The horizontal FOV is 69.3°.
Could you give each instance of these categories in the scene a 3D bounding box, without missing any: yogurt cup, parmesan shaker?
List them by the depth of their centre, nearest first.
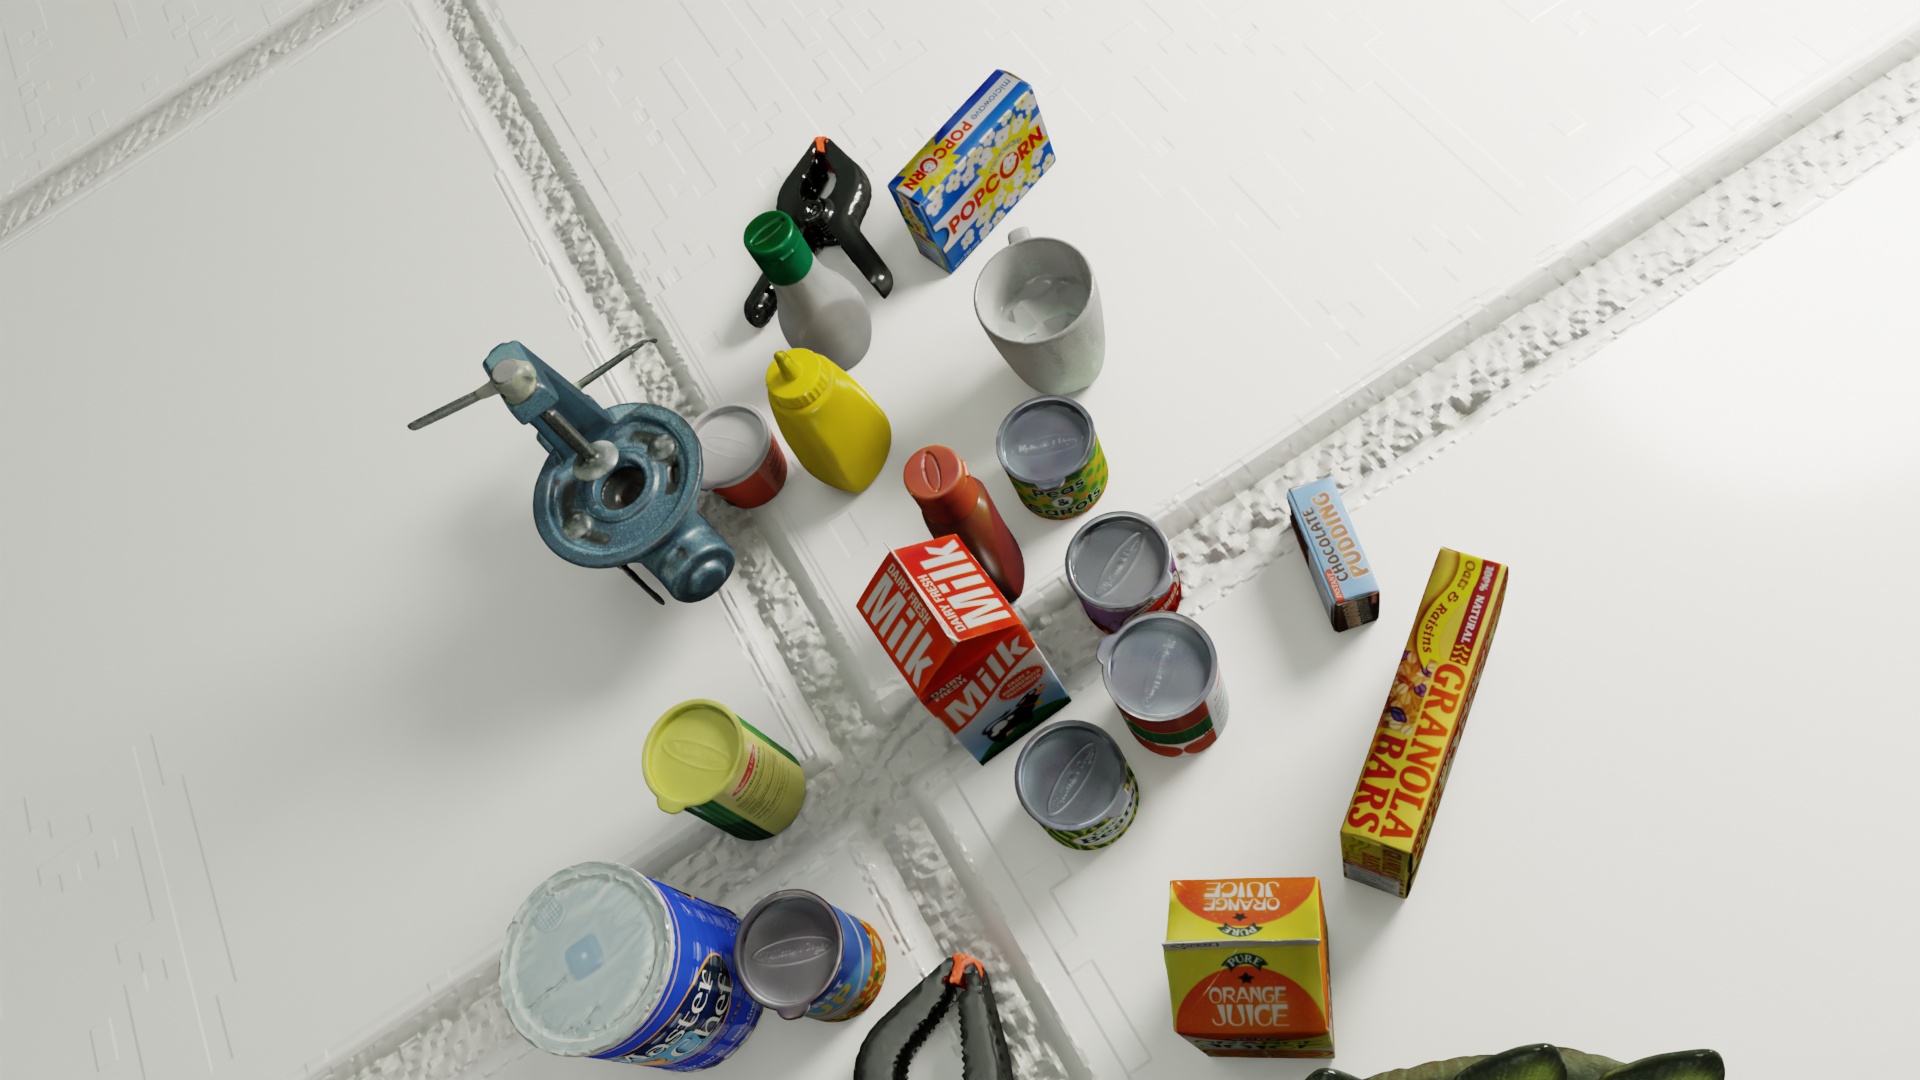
[{"bbox_3d":[-0.147,0.148,0.868,0.071,0.102,0.071,-6,64,14],"label":"parmesan shaker"},{"bbox_3d":[-0.159,-0.058,0.997,0.072,0.053,0.072,-6,64,13],"label":"yogurt cup"}]

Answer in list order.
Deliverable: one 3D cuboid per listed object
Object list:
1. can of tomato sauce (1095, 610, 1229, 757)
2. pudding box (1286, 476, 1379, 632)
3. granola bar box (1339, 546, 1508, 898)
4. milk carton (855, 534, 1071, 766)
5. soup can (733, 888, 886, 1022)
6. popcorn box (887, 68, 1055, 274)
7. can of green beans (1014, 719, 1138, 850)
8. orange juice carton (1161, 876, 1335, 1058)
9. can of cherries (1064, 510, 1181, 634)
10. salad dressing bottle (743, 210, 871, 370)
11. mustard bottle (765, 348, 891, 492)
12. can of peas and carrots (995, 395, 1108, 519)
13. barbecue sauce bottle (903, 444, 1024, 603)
[{"bbox_3d":[0.122,0.088,0.830,0.071,0.083,0.071,-6,64,14],"label":"can of tomato sauce"},{"bbox_3d":[0.229,0.008,0.855,0.030,0.049,0.084,-19,62,7],"label":"pudding box"},{"bbox_3d":[0.254,0.103,0.761,0.039,0.124,0.166,18,72,23],"label":"granola bar box"},{"bbox_3d":[0.001,0.062,0.816,0.073,0.190,0.072,-36,61,-2],"label":"milk carton"},{"bbox_3d":[-0.086,0.248,0.815,0.071,0.083,0.071,-6,64,14],"label":"soup can"},{"bbox_3d":[0.011,-0.273,1.031,0.038,0.085,0.127,37,80,27],"label":"popcorn box"},{"bbox_3d":[0.071,0.147,0.831,0.071,0.057,0.071,-6,64,13],"label":"can of green beans"},{"bbox_3d":[0.149,0.216,0.699,0.072,0.192,0.073,-5,65,14],"label":"orange juice carton"},{"bbox_3d":[0.106,0.025,0.878,0.071,0.058,0.072,-6,64,13],"label":"can of cherries"},{"bbox_3d":[-0.108,-0.175,0.984,0.064,0.147,0.044,-39,61,-3],"label":"salad dressing bottle"},{"bbox_3d":[-0.094,-0.089,0.932,0.049,0.159,0.065,23,74,24],"label":"mustard bottle"},{"bbox_3d":[0.063,-0.052,0.927,0.071,0.058,0.071,-6,64,14],"label":"can of peas and carrots"},{"bbox_3d":[0.003,-0.011,0.873,0.043,0.148,0.065,-18,62,8],"label":"barbecue sauce bottle"}]
